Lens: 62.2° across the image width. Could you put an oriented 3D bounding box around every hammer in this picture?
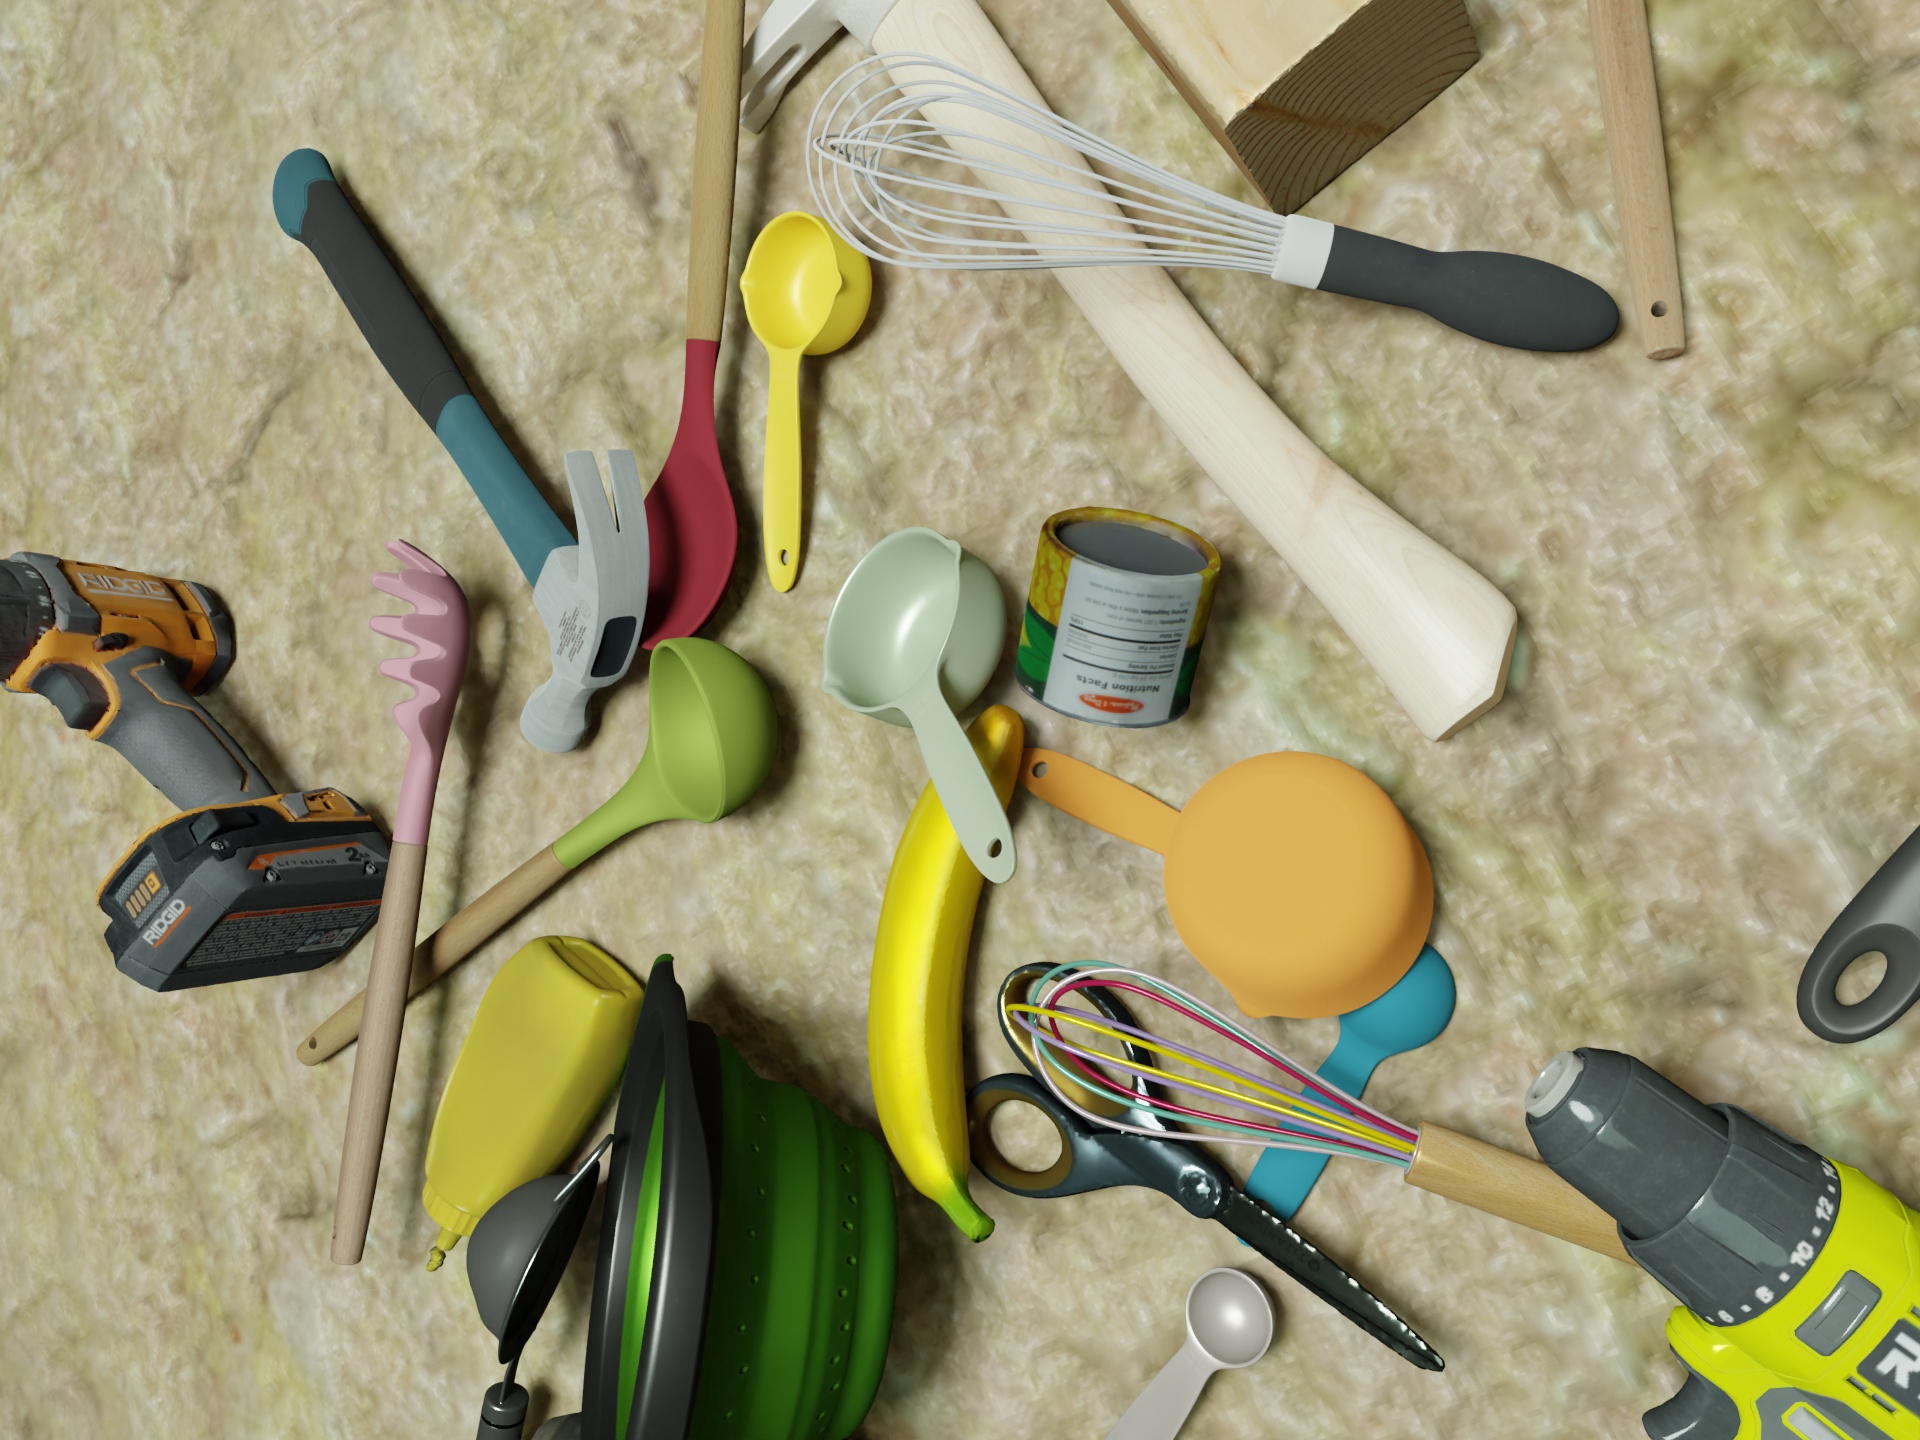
[{"bbox_3d":[0.057,-0.156,0.609,0.146,0.038,0.411,-40,72,18],"label":"hammer"},{"bbox_3d":[-0.239,-0.147,0.732,0.331,0.033,0.128,53,129,22],"label":"hammer"}]

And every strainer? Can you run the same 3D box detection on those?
[{"bbox_3d":[-0.194,0.284,0.675,0.050,0.087,0.258,15,104,5],"label":"strainer"}]

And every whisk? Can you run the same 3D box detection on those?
[{"bbox_3d":[0.131,0.137,0.537,0.245,0.051,0.047,18,133,12],"label":"whisk"},{"bbox_3d":[0.341,-0.024,0.460,0.073,0.073,0.295,37,107,22],"label":"whisk"},{"bbox_3d":[0.086,-0.169,0.544,0.284,0.070,0.070,13,92,1],"label":"whisk"}]

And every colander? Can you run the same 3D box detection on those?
[{"bbox_3d":[-0.070,0.252,0.523,0.398,0.094,0.204,-102,26,-53],"label":"colander"}]

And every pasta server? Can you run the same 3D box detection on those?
[{"bbox_3d":[-0.254,0.080,0.699,0.060,0.040,0.316,5,87,57],"label":"pasta server"}]

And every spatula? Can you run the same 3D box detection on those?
[{"bbox_3d":[0.225,-0.279,0.551,0.060,0.018,0.316,-7,82,23],"label":"spatula"}]

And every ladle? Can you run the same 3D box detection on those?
[{"bbox_3d":[-0.201,0.072,0.700,0.320,0.062,0.078,-36,66,21],"label":"ladle"},{"bbox_3d":[-0.108,-0.186,0.668,0.069,0.031,0.315,11,99,36],"label":"ladle"}]

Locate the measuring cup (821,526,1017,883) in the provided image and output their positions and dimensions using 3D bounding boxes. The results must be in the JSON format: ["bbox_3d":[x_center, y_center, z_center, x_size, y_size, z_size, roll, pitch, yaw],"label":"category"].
[{"bbox_3d":[-0.001,-0.002,0.592,0.083,0.038,0.168,-45,47,23],"label":"measuring cup"}]

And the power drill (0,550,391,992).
[{"bbox_3d":[-0.380,0.012,0.717,0.084,0.185,0.226,-45,73,14],"label":"power drill"}]

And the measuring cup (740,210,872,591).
[{"bbox_3d":[-0.065,-0.133,0.672,0.062,0.029,0.156,13,105,40],"label":"measuring cup"}]

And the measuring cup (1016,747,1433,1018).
[{"bbox_3d":[0.081,0.039,0.567,0.174,0.052,0.095,25,81,30],"label":"measuring cup"}]

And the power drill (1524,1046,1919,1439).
[{"bbox_3d":[0.205,0.227,0.474,0.190,0.080,0.228,36,101,7],"label":"power drill"}]

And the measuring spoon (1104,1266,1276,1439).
[{"bbox_3d":[0.078,0.250,0.584,0.034,0.018,0.124,41,110,32],"label":"measuring spoon"}]

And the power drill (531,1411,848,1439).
[{"bbox_3d":[-0.095,0.388,0.618,0.188,0.080,0.227,1,84,25],"label":"power drill"}]

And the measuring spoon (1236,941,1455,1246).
[{"bbox_3d":[0.130,0.133,0.561,0.042,0.021,0.128,31,97,23],"label":"measuring spoon"}]
